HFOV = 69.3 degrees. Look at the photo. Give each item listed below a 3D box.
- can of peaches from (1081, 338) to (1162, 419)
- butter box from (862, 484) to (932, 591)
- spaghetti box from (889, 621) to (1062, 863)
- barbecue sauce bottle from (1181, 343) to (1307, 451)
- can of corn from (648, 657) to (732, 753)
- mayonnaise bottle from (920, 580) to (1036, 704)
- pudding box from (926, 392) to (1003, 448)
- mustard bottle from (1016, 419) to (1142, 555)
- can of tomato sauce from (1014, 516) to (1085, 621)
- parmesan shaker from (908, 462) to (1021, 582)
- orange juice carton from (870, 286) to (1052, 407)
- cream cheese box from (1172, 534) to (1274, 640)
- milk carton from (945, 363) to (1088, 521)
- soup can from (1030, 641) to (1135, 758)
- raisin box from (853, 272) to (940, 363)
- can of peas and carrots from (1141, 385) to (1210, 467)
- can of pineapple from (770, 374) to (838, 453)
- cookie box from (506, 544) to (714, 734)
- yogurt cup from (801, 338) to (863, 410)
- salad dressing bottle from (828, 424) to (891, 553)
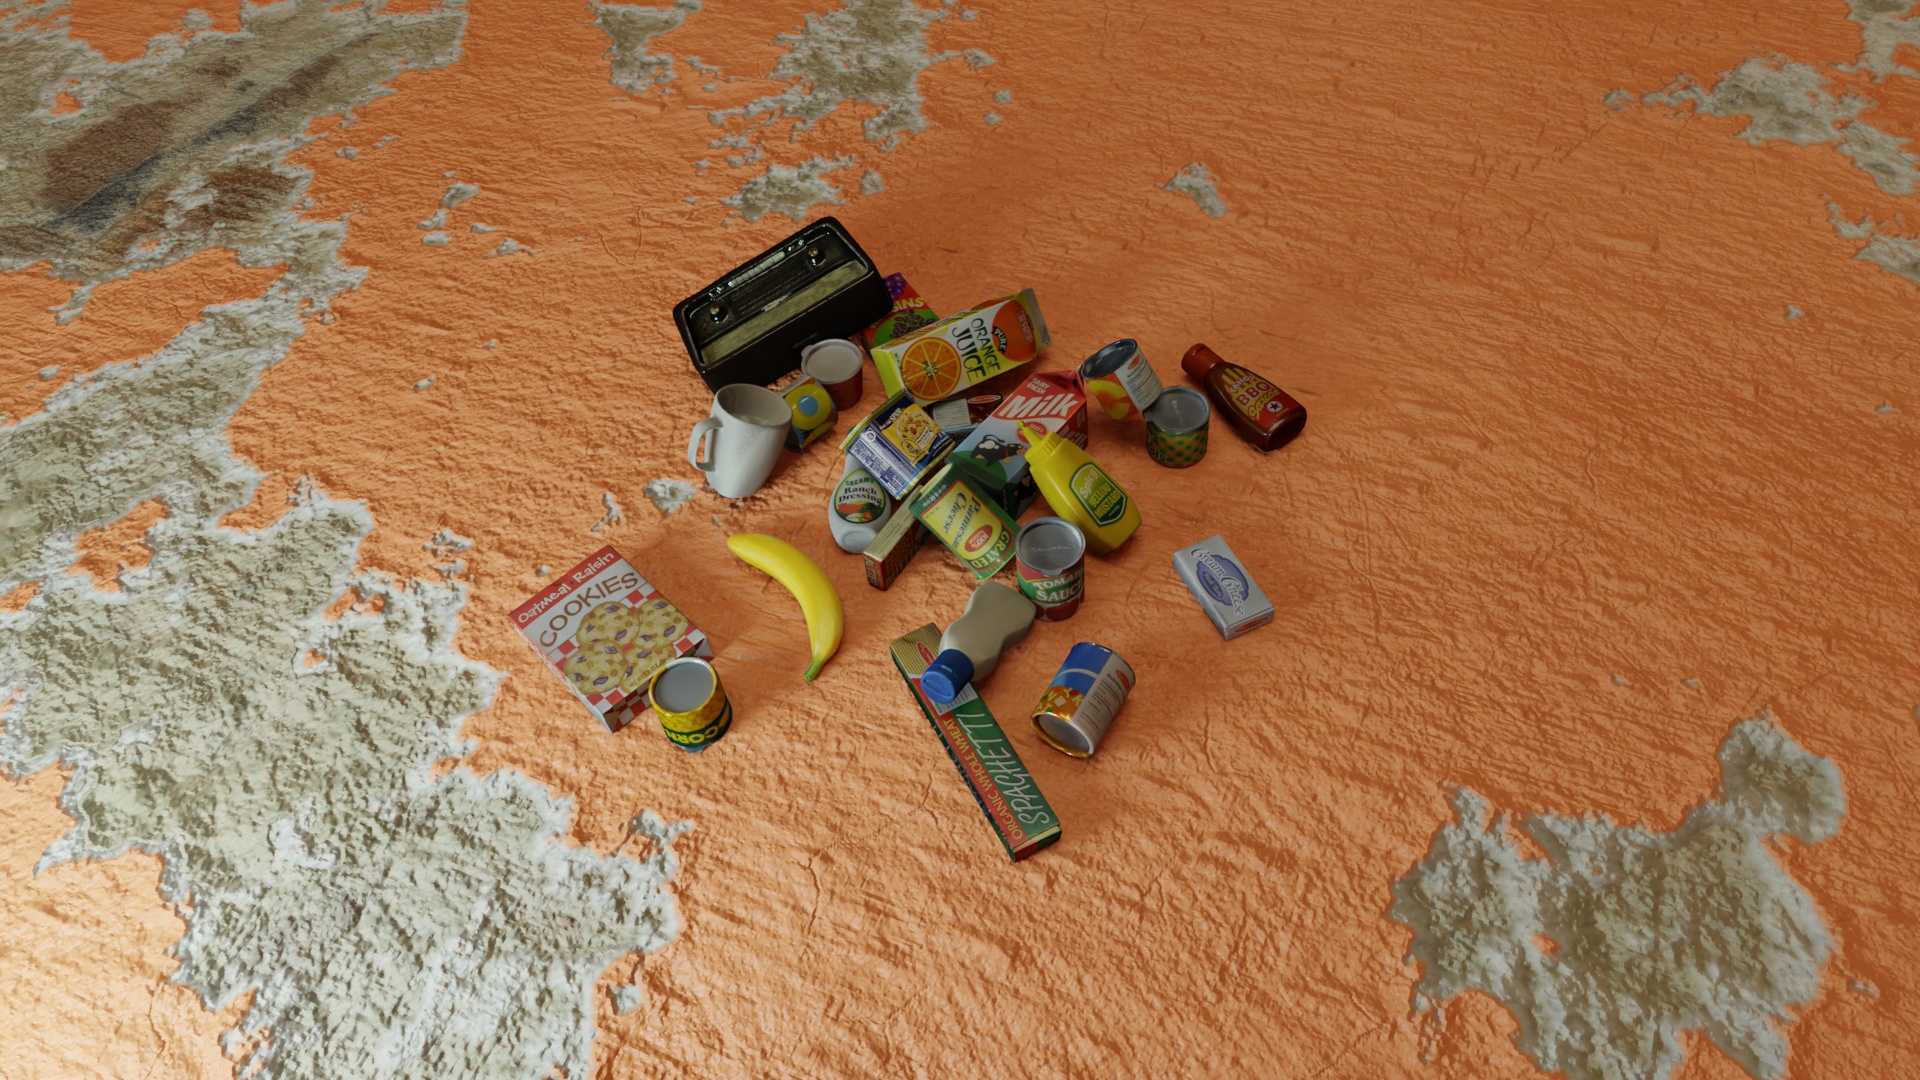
[{"bbox_3d":[0.167,-0.168,1.448,0.071,0.058,0.071,-29,26,16],"label":"can of peaches"},{"bbox_3d":[-0.059,-0.003,1.396,0.024,0.052,0.104,26,59,21],"label":"butter box"},{"bbox_3d":[0.010,0.179,1.259,0.050,0.028,0.251,-24,53,-14],"label":"spaghetti box"},{"bbox_3d":[0.299,-0.158,1.493,0.065,0.043,0.149,-32,55,-18],"label":"barbecue sauce bottle"},{"bbox_3d":[-0.250,0.152,1.286,0.071,0.058,0.071,-3,51,4],"label":"can of corn"},{"bbox_3d":[0.013,0.096,1.290,0.065,0.041,0.149,30,41,13],"label":"mayonnaise bottle"},{"bbox_3d":[0.008,-0.128,1.504,0.084,0.030,0.050,-9,50,-2],"label":"pudding box"},{"bbox_3d":[0.109,-0.059,1.377,0.160,0.048,0.065,47,63,-8],"label":"mustard bottle"},{"bbox_3d":[0.088,0.030,1.336,0.071,0.082,0.071,-3,52,3],"label":"can of tomato sauce"},{"bbox_3d":[0.005,-0.017,1.364,0.103,0.071,0.071,44,61,-8],"label":"parmesan shaker"},{"bbox_3d":[0.007,-0.212,1.528,0.193,0.071,0.073,-25,16,-14],"label":"orange juice carton"},{"bbox_3d":[0.254,0.044,1.347,0.053,0.024,0.104,-21,53,-12],"label":"cream cheese box"},{"bbox_3d":[0.074,-0.106,1.453,0.073,0.072,0.191,30,60,26],"label":"milk carton"},{"bbox_3d":[0.109,0.144,1.256,0.071,0.071,0.084,23,57,22],"label":"soup can"},{"bbox_3d":[-0.078,-0.249,1.604,0.086,0.040,0.124,-27,53,-14],"label":"raisin box"},{"bbox_3d":[0.226,-0.118,1.458,0.071,0.058,0.071,-3,51,4],"label":"can of peas and carrots"},{"bbox_3d":[-0.173,-0.136,1.506,0.058,0.070,0.071,-38,58,-23],"label":"can of pineapple"},{"bbox_3d":[-0.342,0.092,1.354,0.123,0.040,0.168,-38,58,-23],"label":"cookie box"},{"bbox_3d":[-0.139,-0.182,1.546,0.072,0.053,0.073,-3,51,3],"label":"yogurt cup"},{"bbox_3d":[-0.104,-0.057,1.448,0.064,0.043,0.148,1,51,-2],"label":"salad dressing bottle"}]
